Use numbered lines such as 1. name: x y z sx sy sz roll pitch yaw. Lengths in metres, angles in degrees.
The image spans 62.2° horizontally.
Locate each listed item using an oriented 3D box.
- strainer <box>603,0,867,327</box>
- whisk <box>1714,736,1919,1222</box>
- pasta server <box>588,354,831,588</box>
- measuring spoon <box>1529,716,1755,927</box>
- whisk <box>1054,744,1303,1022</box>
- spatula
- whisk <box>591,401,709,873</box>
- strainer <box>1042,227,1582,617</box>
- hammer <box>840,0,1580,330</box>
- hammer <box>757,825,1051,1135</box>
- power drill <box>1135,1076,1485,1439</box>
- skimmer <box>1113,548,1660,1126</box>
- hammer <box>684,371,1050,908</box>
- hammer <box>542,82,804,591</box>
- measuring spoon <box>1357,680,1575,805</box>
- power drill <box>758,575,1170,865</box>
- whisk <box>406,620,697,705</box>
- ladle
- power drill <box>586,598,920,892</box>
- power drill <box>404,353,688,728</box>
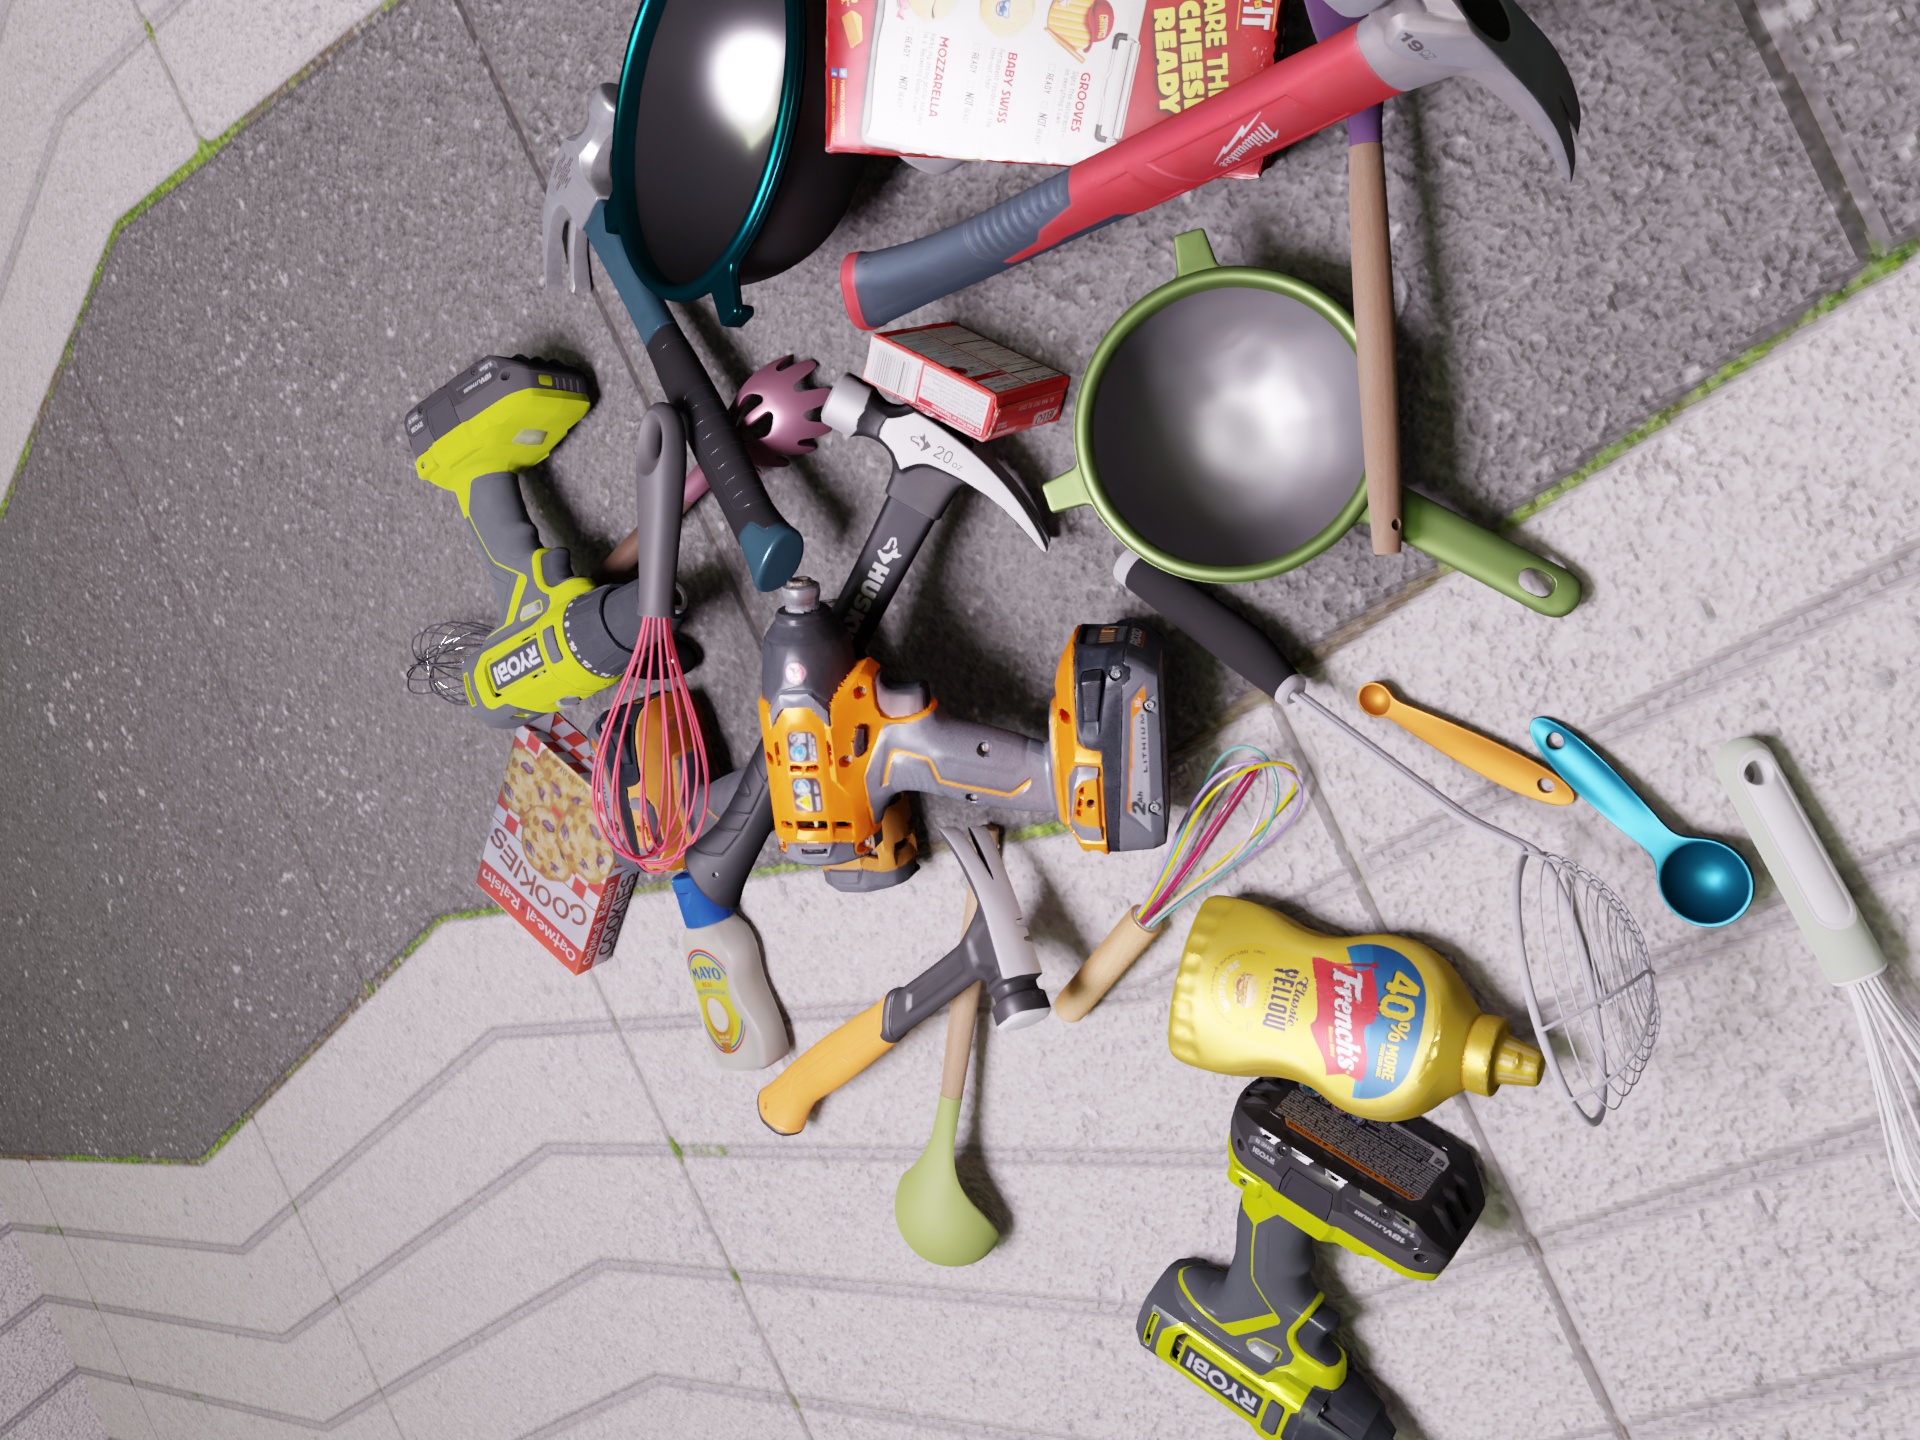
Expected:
1. strainer: -0.087 -0.387 0.856 0.211 0.095 0.340 44 122 45
2. whisk: 0.400 0.119 0.701 0.058 0.059 0.246 -26 84 1
3. pasta server: -0.191 -0.140 1.067 0.316 0.040 0.060 -34 84 43
4. measuring spoon: 0.322 0.043 0.755 0.129 0.021 0.042 50 127 24
5. whisk: 0.114 0.100 0.911 0.051 0.047 0.245 48 131 18
6. spatula: 0.182 -0.233 0.716 0.018 0.059 0.316 10 107 63
7. whisk: -0.189 -0.047 0.982 0.073 0.073 0.295 13 105 33
8. strainer: 0.180 -0.117 0.780 0.256 0.069 0.151 29 98 6
9. hammer: 0.080 -0.236 0.727 0.386 0.143 0.038 -6 67 52
10. hammer: -0.056 0.196 1.053 0.336 0.034 0.127 -45 56 45
11. power drill: 0.203 0.320 0.902 0.171 0.080 0.223 28 125 27
12. skimmer: 0.195 0.044 0.798 0.364 0.127 0.090 42 108 28
13. hammer: -0.076 -0.024 0.940 0.146 0.035 0.334 28 111 -3
14. hammer: -0.179 -0.227 0.986 0.128 0.033 0.331 -43 68 41
15. measuring spoon: 0.253 0.010 0.797 0.117 0.011 0.021 30 130 21
16. power drill: -0.001 -0.003 0.879 0.226 0.084 0.164 -1 111 11
17. whisk: -0.303 -0.045 1.169 0.285 0.070 0.070 0 106 32
18. ladle: 0.005 0.217 1.042 0.078 0.062 0.320 18 109 33
19. power drill: -0.138 0.017 1.049 0.226 0.084 0.185 -2 104 33
20. power drill: -0.280 -0.125 1.077 0.190 0.080 0.228 -23 82 33
